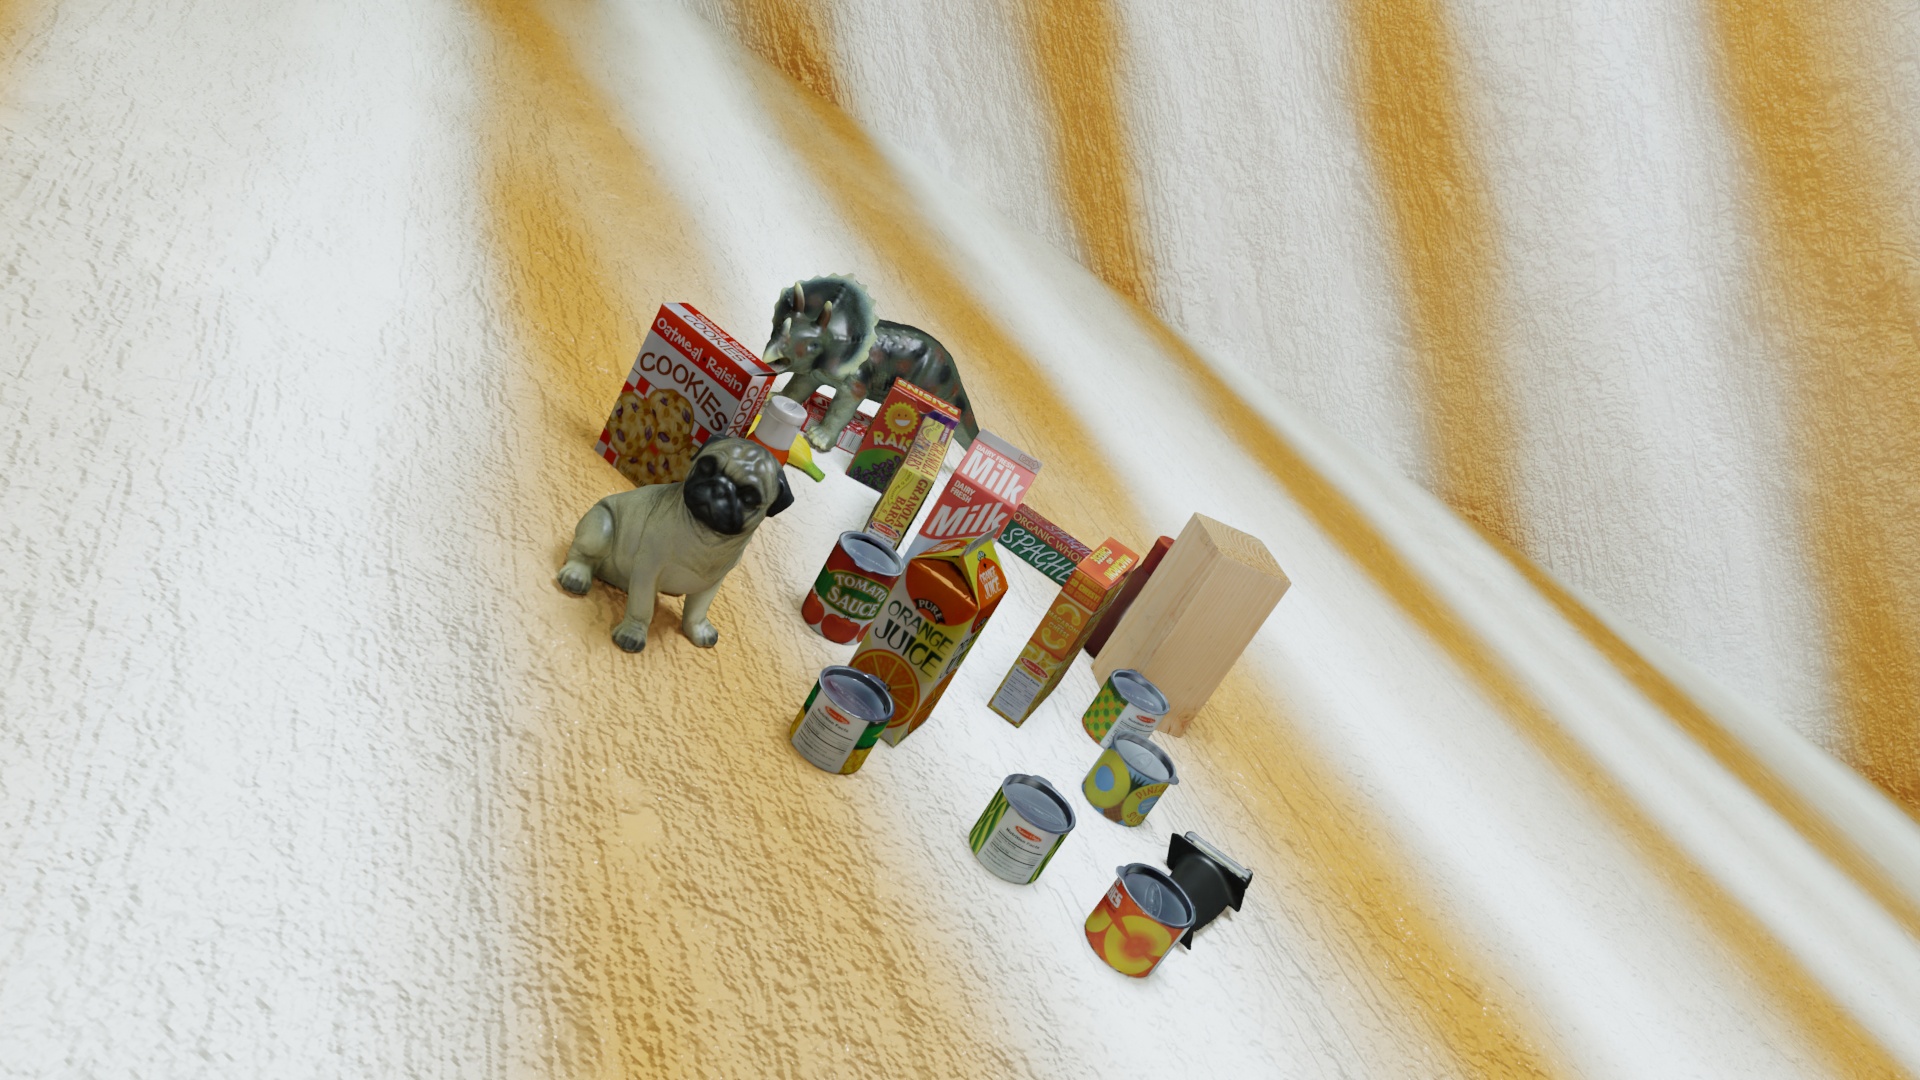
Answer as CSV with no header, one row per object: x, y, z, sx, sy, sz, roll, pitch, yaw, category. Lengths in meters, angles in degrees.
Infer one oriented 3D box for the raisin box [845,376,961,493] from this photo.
-0.065,-0.111,1.573,0.086,0.123,0.040,28,22,-7,raisin box

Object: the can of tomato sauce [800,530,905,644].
-0.098,0.044,1.261,0.071,0.082,0.071,26,23,-12,can of tomato sauce

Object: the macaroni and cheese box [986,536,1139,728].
0.100,0.085,1.313,0.040,0.165,0.124,35,22,10,macaroni and cheese box

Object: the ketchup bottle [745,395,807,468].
-0.191,-0.064,1.286,0.043,0.148,0.065,31,22,0,ketchup bottle

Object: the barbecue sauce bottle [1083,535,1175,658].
0.191,0.064,1.493,0.044,0.148,0.065,42,24,24,barbecue sauce bottle

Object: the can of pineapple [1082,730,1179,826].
0.152,0.215,1.248,0.071,0.057,0.071,26,23,-12,can of pineapple

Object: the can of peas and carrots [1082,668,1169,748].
0.160,0.167,1.357,0.071,0.058,0.071,26,23,-12,can of peas and carrots

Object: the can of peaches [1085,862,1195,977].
0.136,0.291,1.070,0.071,0.057,0.071,26,23,-12,can of peaches

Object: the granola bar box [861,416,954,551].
-0.059,-0.047,1.446,0.039,0.123,0.166,29,22,-5,granola bar box

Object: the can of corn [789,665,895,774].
-0.093,0.141,1.098,0.071,0.058,0.071,26,23,-12,can of corn

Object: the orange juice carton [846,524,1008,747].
-0.025,0.070,1.156,0.073,0.192,0.072,36,22,12,orange juice carton

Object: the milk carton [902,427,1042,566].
0.005,-0.017,1.376,0.072,0.189,0.074,31,22,-1,milk carton

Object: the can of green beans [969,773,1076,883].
0.048,0.227,1.095,0.071,0.057,0.071,26,23,-12,can of green beans

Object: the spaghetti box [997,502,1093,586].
0.153,0.045,1.614,0.250,0.050,0.029,35,22,10,spaghetti box

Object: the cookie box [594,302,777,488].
-0.257,-0.120,1.295,0.123,0.166,0.040,39,23,18,cookie box
